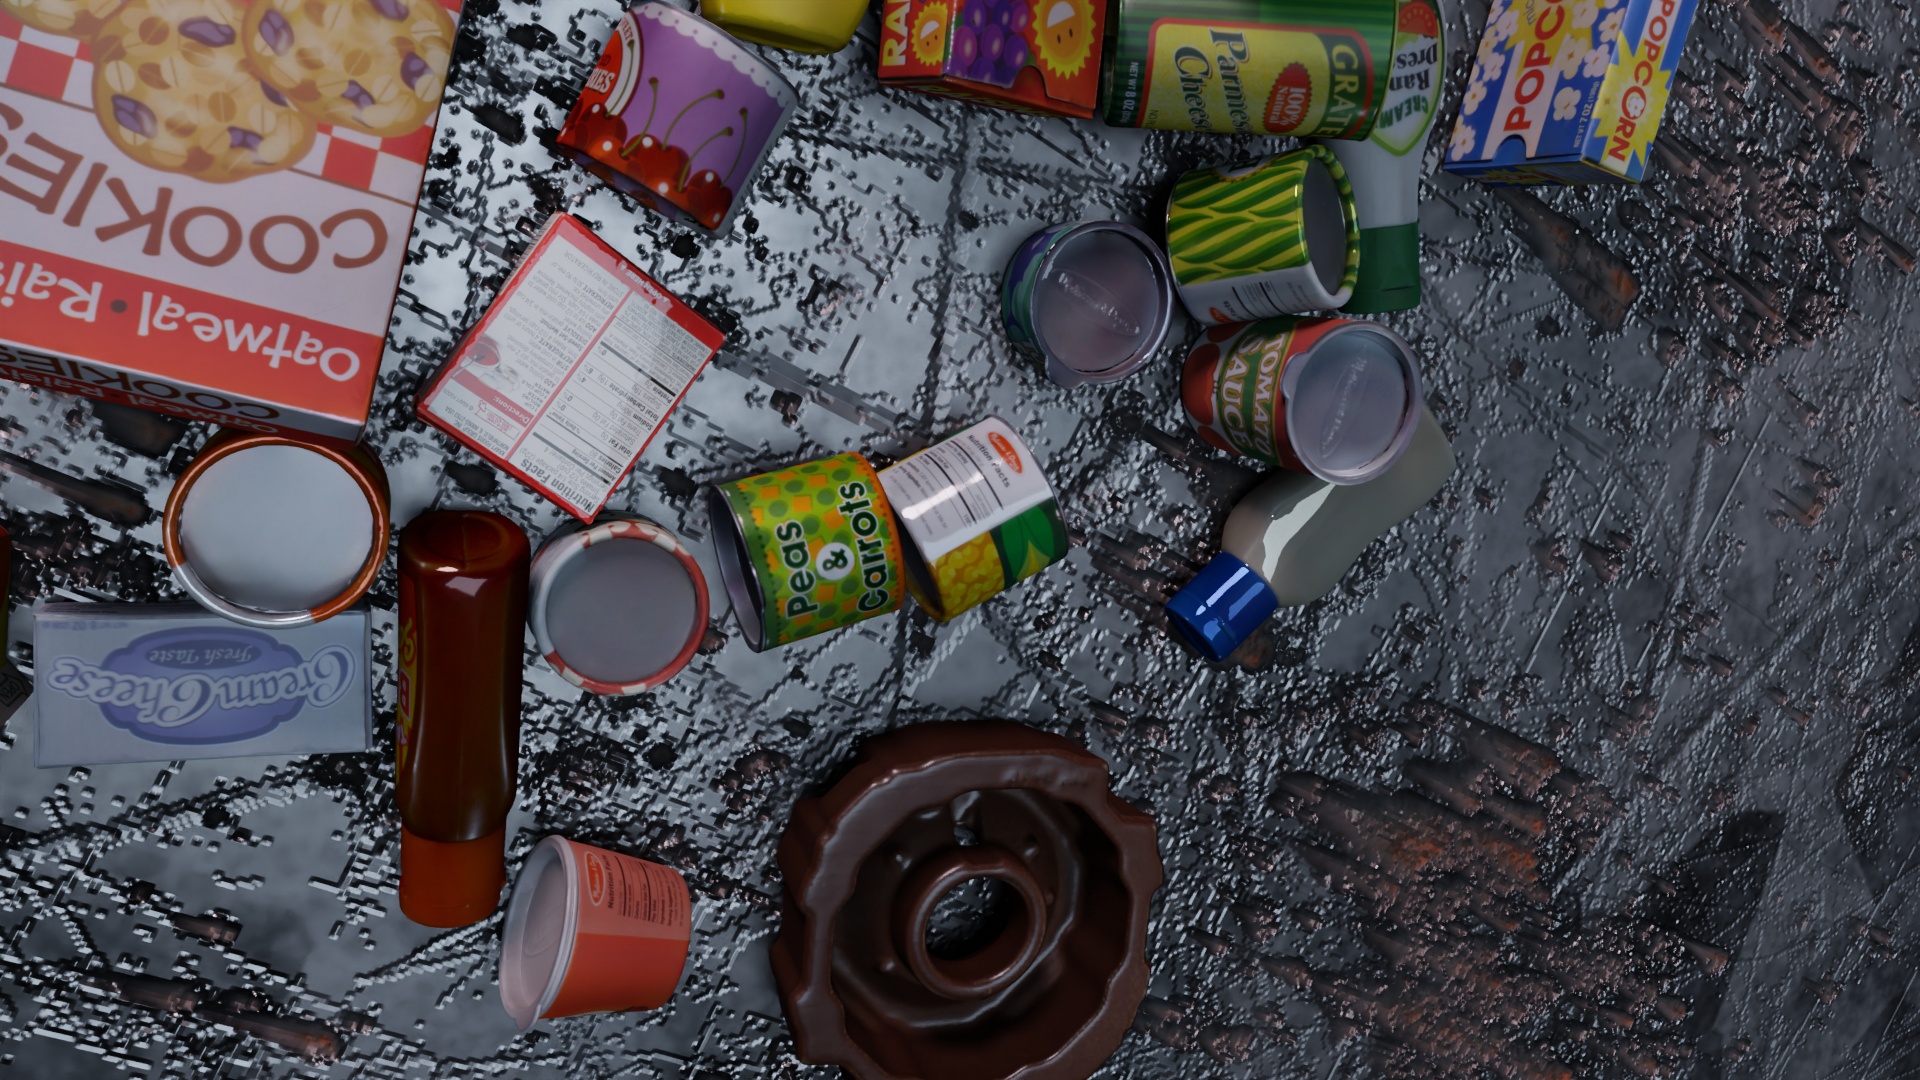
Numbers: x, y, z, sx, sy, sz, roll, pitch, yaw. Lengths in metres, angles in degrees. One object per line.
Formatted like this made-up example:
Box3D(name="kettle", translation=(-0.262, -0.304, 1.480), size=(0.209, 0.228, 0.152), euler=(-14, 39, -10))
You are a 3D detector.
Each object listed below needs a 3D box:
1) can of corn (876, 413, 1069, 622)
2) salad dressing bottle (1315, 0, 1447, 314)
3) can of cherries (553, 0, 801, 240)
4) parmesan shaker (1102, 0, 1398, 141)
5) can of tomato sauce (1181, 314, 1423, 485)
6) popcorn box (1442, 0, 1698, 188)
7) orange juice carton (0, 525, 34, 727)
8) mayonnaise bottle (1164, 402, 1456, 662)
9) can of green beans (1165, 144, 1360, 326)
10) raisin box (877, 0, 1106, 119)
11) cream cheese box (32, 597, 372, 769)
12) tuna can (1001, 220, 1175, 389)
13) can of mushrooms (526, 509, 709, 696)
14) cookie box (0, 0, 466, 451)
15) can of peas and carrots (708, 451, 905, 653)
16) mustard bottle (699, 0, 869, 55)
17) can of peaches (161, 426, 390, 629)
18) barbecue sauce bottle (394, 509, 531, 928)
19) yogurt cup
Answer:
Box3D(name="can of corn", translation=(0.002, -0.007, 0.558), size=(0.058, 0.071, 0.071), euler=(-28, 111, -14))
Box3D(name="salad dressing bottle", translation=(0.180, -0.174, 0.605), size=(0.064, 0.044, 0.147), euler=(-11, 106, -14))
Box3D(name="can of cherries", translation=(-0.100, -0.147, 0.483), size=(0.071, 0.071, 0.058), euler=(28, 92, -25))
Box3D(name="parmesan shaker", translation=(0.110, -0.191, 0.544), size=(0.103, 0.071, 0.071), euler=(3, 102, 1))
Box3D(name="can of tomato sauce", translation=(0.141, -0.063, 0.591), size=(0.071, 0.083, 0.071), euler=(-5, 104, -21))
Box3D(name="popcorn box", translation=(0.272, -0.221, 0.610), size=(0.038, 0.085, 0.126), euler=(13, 96, -25))
Box3D(name="orange juice carton", translation=(-0.359, -0.009, 0.403), size=(0.073, 0.072, 0.192), euler=(-43, 114, -8))
Box3D(name="mayonnaise bottle", translation=(0.157, -0.007, 0.635), size=(0.148, 0.041, 0.064), euler=(-43, 113, -8))
Box3D(name="can of green beans", translation=(0.125, -0.125, 0.571), size=(0.071, 0.058, 0.071), euler=(6, 83, -53))
Box3D(name="raisin box", translation=(0.017, -0.225, 0.514), size=(0.086, 0.040, 0.123), euler=(-5, 105, -46))
Box3D(name="cream cheese box", translation=(-0.260, 0.048, 0.482), size=(0.104, 0.024, 0.053), euler=(0, 102, -22))
Box3D(name="tuna can", translation=(0.051, -0.097, 0.575), size=(0.071, 0.033, 0.071), euler=(-5, 103, -21))
Box3D(name="can of mushrooms", translation=(-0.128, 0.024, 0.527), size=(0.071, 0.033, 0.071), euler=(-5, 103, -21))
Box3D(name="cookie box", translation=(-0.228, -0.122, 0.420), size=(0.123, 0.040, 0.168), euler=(13, 74, -25))
Box3D(name="can of peas and carrots", translation=(-0.058, 0.004, 0.531), size=(0.059, 0.071, 0.070), euler=(-16, 107, -19))
Box3D(name="mustard bottle", translation=(-0.053, -0.257, 0.488), size=(0.065, 0.049, 0.160), euler=(8, 98, -22))
Box3D(name="can of peaches", translation=(-0.226, -0.011, 0.465), size=(0.071, 0.058, 0.071), euler=(-5, 104, -21))
Box3D(name="barbecue sauce bottle", translation=(-0.181, 0.067, 0.501), size=(0.044, 0.065, 0.148), euler=(1, 110, -21))
Box3D(name="yogurt cup", translation=(-0.139, 0.151, 0.535), size=(0.054, 0.072, 0.072), euler=(17, 95, -33))
